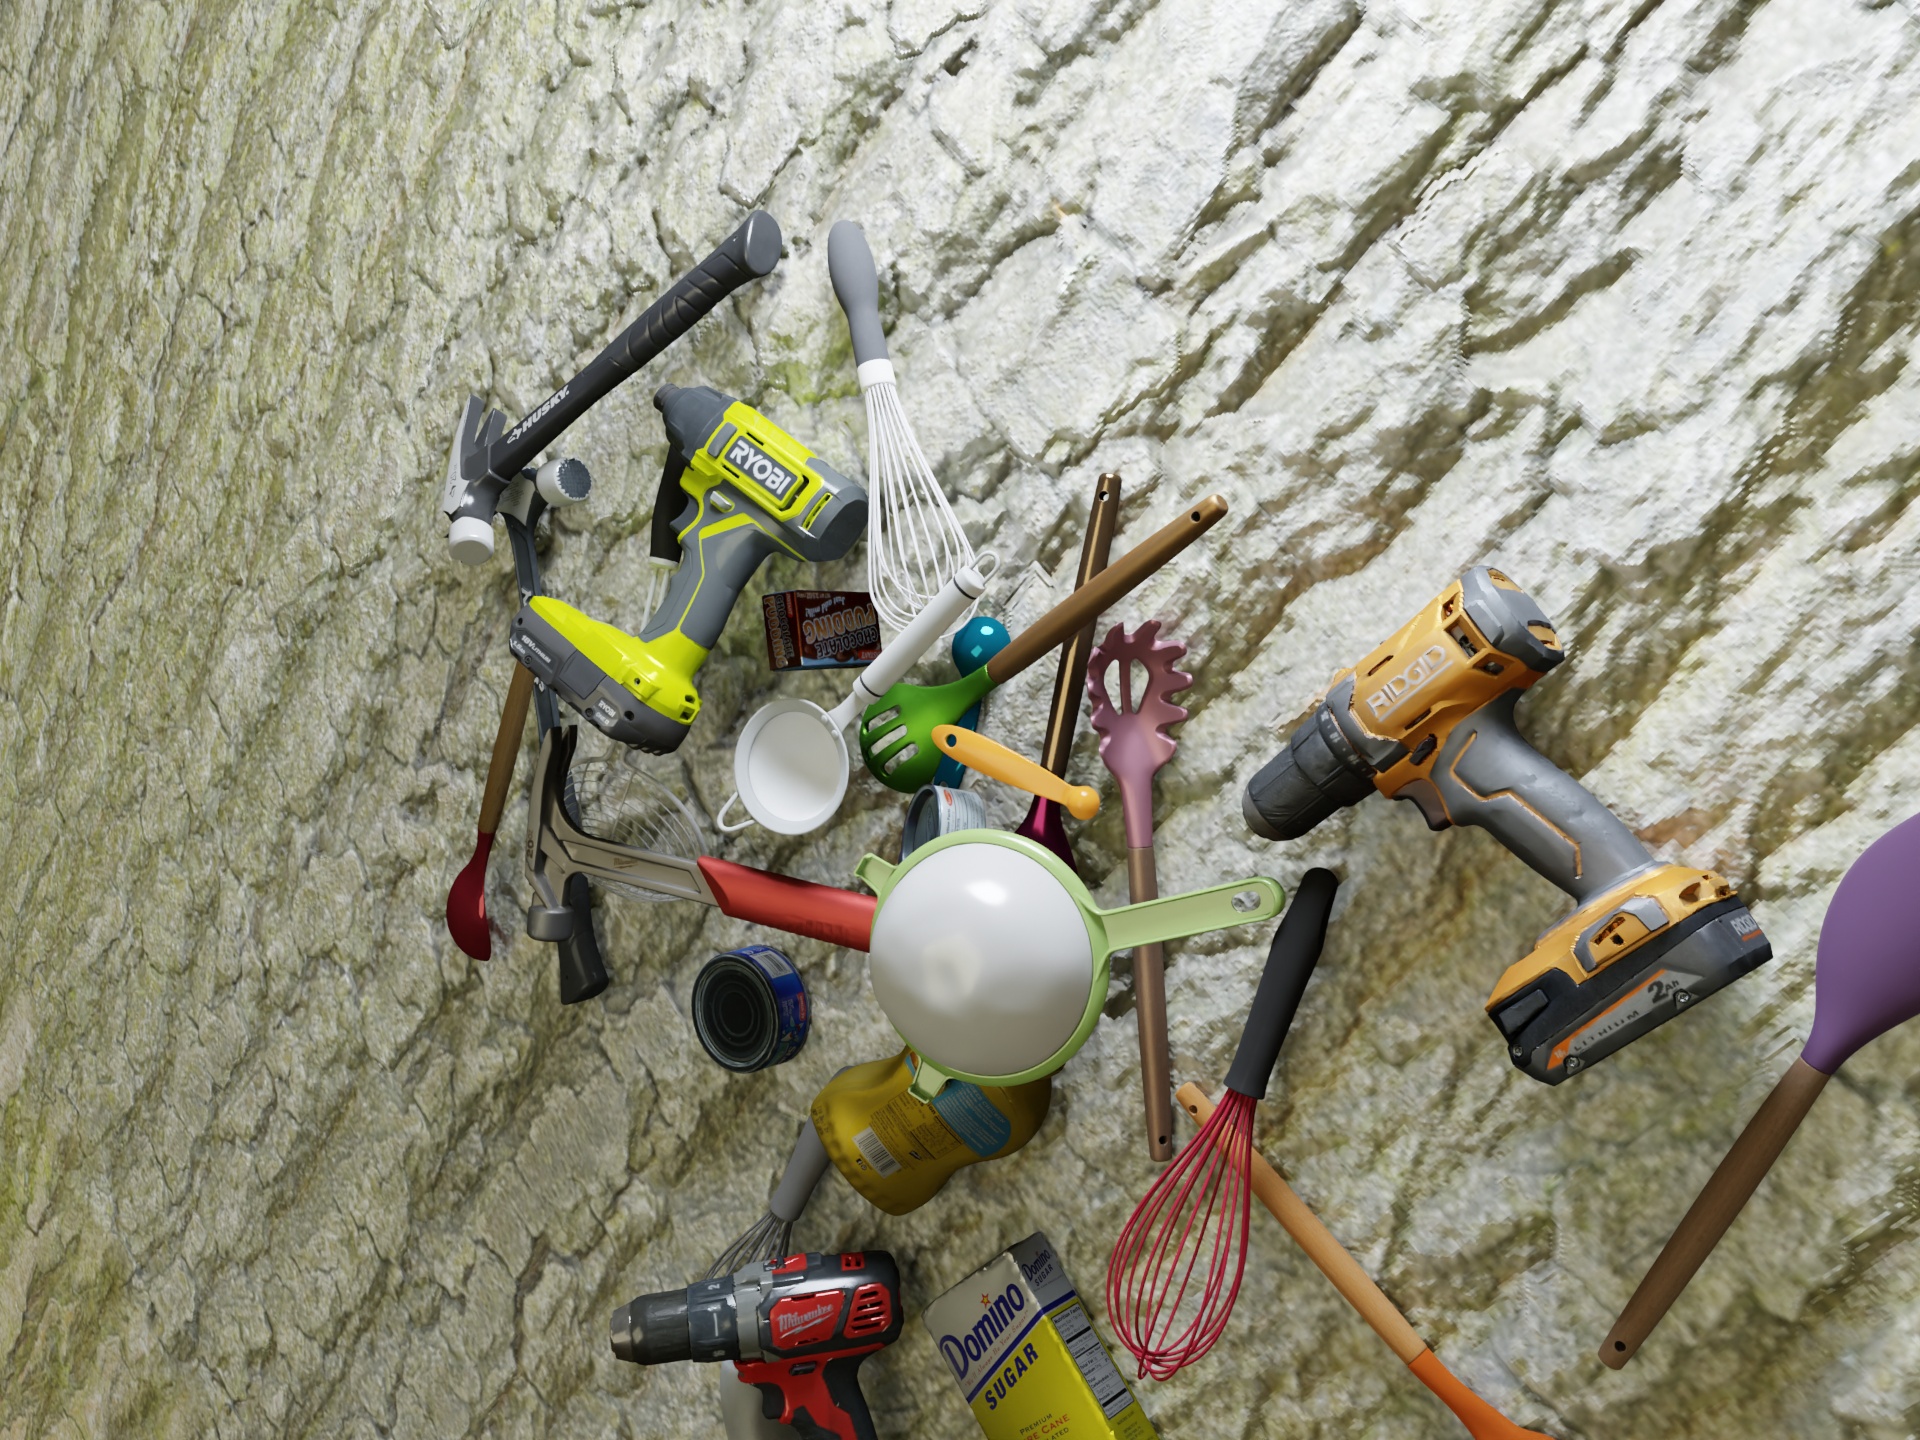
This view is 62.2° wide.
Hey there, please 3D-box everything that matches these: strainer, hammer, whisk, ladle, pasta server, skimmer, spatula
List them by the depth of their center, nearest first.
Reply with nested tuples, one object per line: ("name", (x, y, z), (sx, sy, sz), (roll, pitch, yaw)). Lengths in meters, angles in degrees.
("spatula", (0.380, 0.179, 0.738), (0.060, 0.018, 0.316), (34, 111, 30))
("spatula", (0.222, 0.321, 0.847), (0.323, 0.041, 0.081), (47, 118, 25))
("whisk", (0.147, 0.219, 0.864), (0.073, 0.073, 0.296), (21, 92, 33))
("strainer", (0.051, 0.126, 0.882), (0.256, 0.069, 0.151), (-16, 86, 24))
("pasta server", (0.107, 0.100, 0.916), (0.060, 0.040, 0.316), (-5, 93, -8))
("strainer", (-0.059, -0.013, 0.974), (0.258, 0.050, 0.087), (-45, 70, 27))
("whisk", (-0.047, -0.185, 0.999), (0.070, 0.070, 0.285), (-21, 77, 35))
("hammer", (-0.126, 0.106, 1.032), (0.359, 0.036, 0.149), (11, 98, 21))
("whisk", (-0.122, 0.334, 1.095), (0.055, 0.055, 0.239), (36, 108, 28))
("hammer", (-0.254, -0.252, 1.135), (0.334, 0.035, 0.146), (-32, 49, 26))
("skimmer", (-0.211, -0.048, 1.139), (0.127, 0.090, 0.363), (12, 90, 22))
("ladle", (-0.355, 0.063, 1.216), (0.069, 0.031, 0.315), (46, 127, 36))
("hammer", (-0.318, 0.014, 1.218), (0.149, 0.036, 0.409), (-9, 88, 37))

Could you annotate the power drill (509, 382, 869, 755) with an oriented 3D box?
("power drill", (-0.188, -0.105, 1.052), (0.171, 0.080, 0.223), (38, 93, 19))

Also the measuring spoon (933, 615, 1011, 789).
("measuring spoon", (-0.002, -0.003, 0.996), (0.042, 0.021, 0.128), (24, 106, 32))

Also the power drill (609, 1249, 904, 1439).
("power drill", (-0.124, 0.463, 1.031), (0.188, 0.080, 0.227), (-5, 91, -9))

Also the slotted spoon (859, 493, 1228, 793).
("slotted spoon", (0.036, -0.043, 0.933), (0.313, 0.031, 0.070), (-36, 74, 37))

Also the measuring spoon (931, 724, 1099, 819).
("measuring spoon", (0.030, 0.029, 0.935), (0.117, 0.011, 0.021), (25, 100, 25))

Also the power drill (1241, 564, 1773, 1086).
("power drill", (0.254, 0.064, 0.785), (0.185, 0.084, 0.226), (-44, 65, 30))

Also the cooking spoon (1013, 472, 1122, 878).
("cooking spoon", (0.057, 0.012, 0.939), (0.069, 0.017, 0.319), (12, 94, 19))
